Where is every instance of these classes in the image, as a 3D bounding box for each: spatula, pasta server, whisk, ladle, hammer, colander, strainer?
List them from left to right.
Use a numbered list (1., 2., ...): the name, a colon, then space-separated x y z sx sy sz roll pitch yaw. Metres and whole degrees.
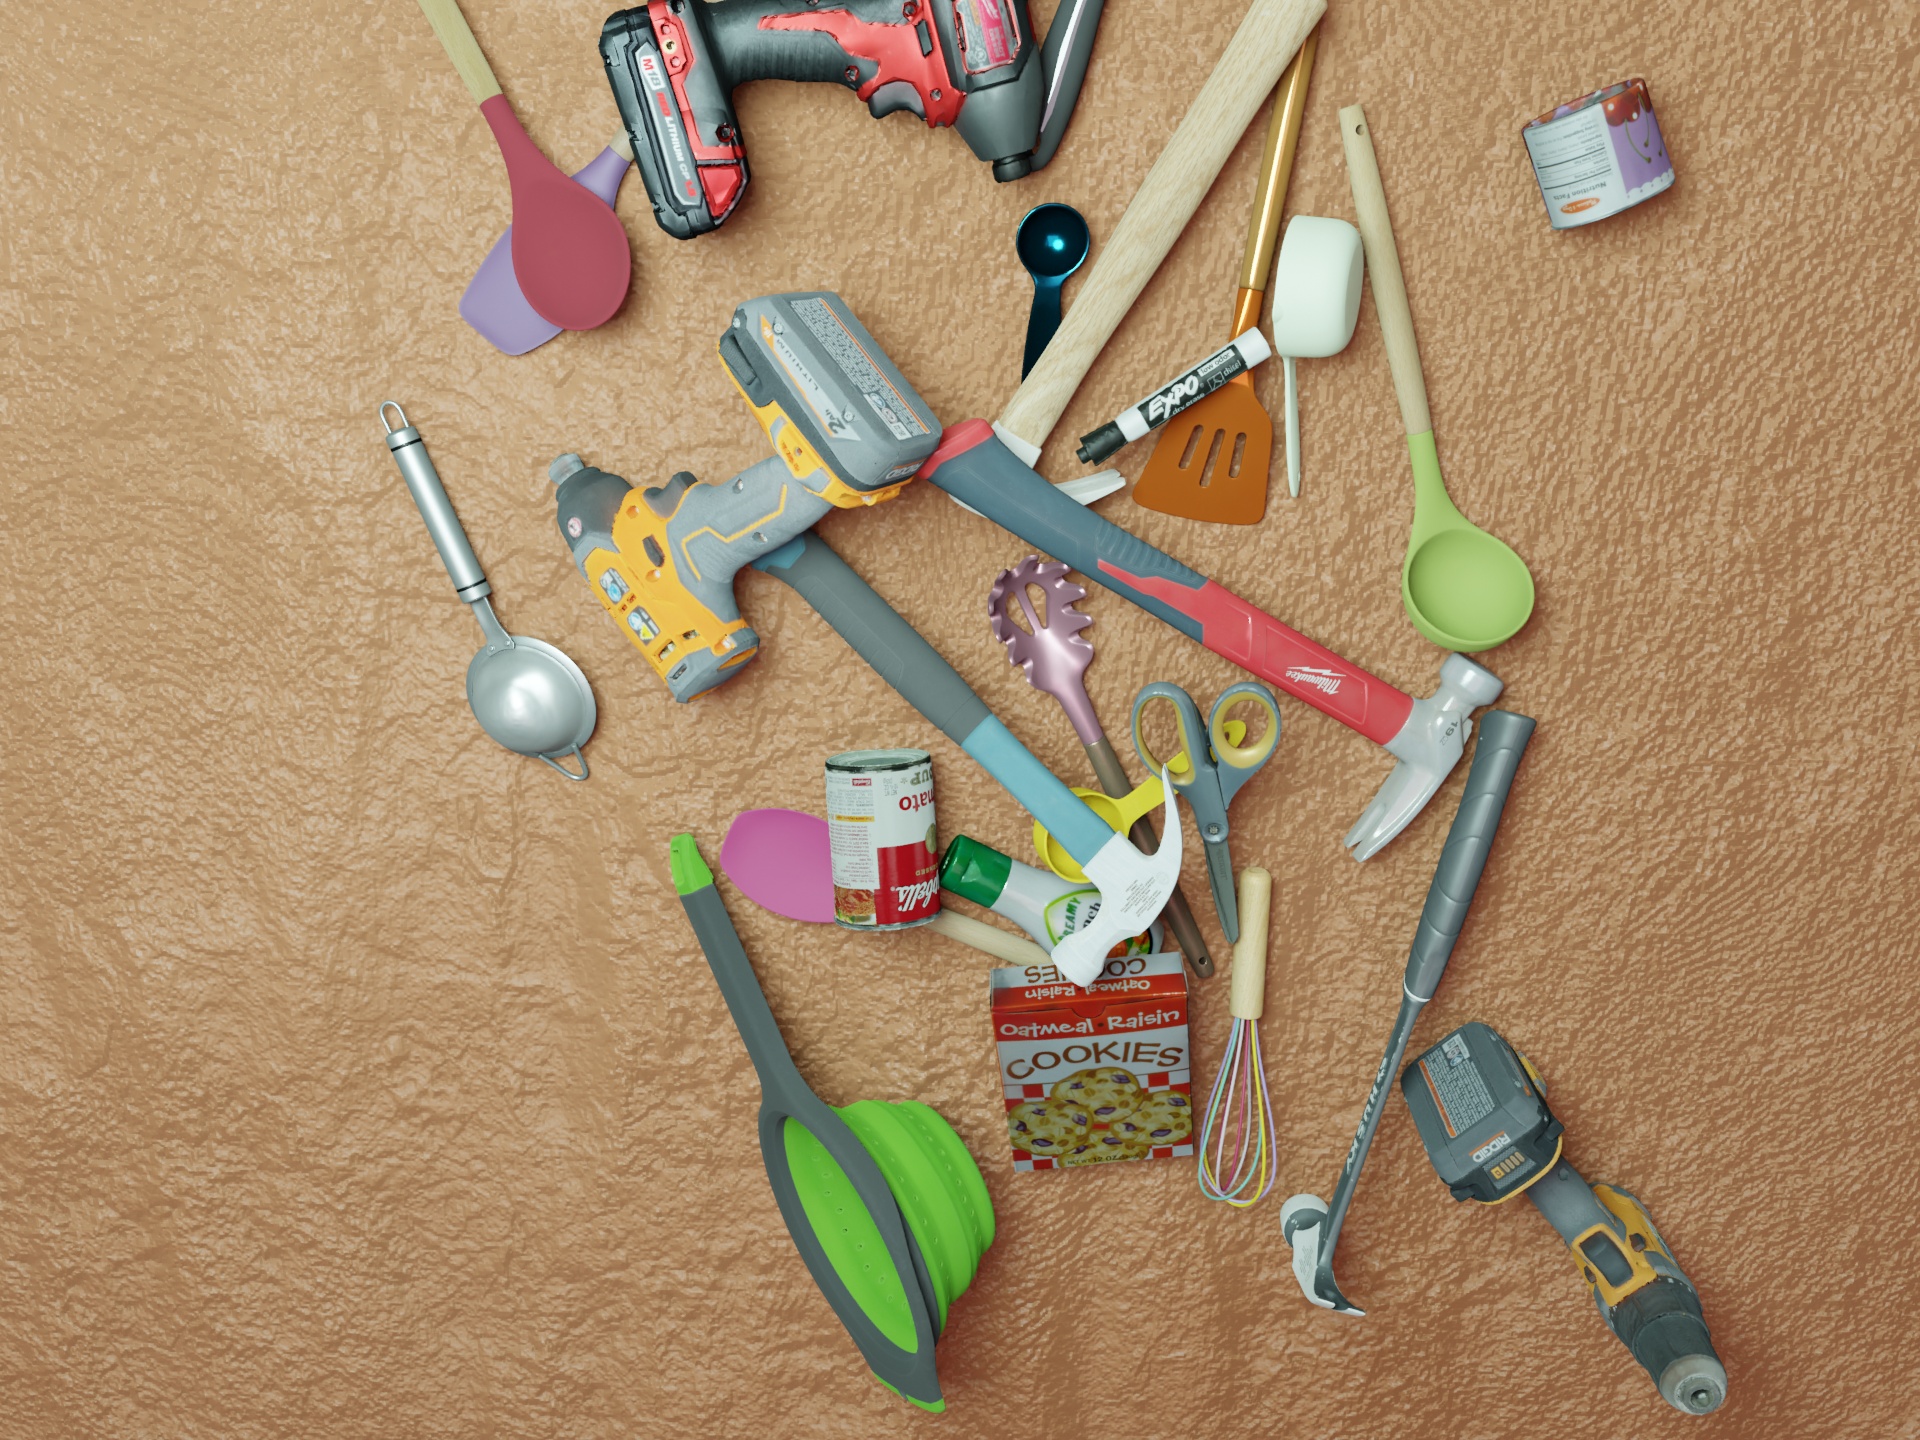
1. ladle: -0.268 -0.359 0.859 0.069 0.031 0.315 -25 102 12
2. strainer: -0.293 -0.070 0.963 0.087 0.050 0.258 -16 106 20
3. spatula: -0.172 -0.334 0.881 0.059 0.018 0.316 39 106 -8
4. colander: -0.075 0.244 1.041 0.094 0.204 0.397 -24 93 -27
5. hammer: -0.001 -0.003 0.937 0.331 0.033 0.128 44 97 5
6. whisk: 0.078 -0.410 0.844 0.055 0.055 0.239 18 112 -6
7. pasta server: 0.097 0.036 1.001 0.060 0.040 0.316 -29 108 -5
8. hammer: 0.096 -0.255 0.886 0.130 0.031 0.331 27 110 -19
9. hammer: 0.135 -0.053 0.943 0.386 0.038 0.143 28 105 -17
10. whisk: 0.186 0.215 1.063 0.051 0.047 0.245 -2 105 -12
11. spatula: 0.168 -0.270 0.905 0.081 0.041 0.322 9 105 -3
12. hammer: 0.287 0.187 1.017 0.036 0.149 0.409 16 101 2
13. ladle: 0.265 -0.192 0.914 0.078 0.062 0.320 -20 106 -11

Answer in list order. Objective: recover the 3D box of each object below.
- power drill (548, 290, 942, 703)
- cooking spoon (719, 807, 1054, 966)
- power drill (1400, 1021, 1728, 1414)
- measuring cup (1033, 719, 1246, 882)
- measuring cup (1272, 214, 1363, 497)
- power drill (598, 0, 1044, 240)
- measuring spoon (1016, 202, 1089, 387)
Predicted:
1. power drill: -0.135 -0.135 0.891 0.226 0.084 0.164 -41 85 32
2. cooking spoon: -0.005 0.135 1.044 0.319 0.017 0.069 23 96 -8
3. power drill: 0.395 0.323 1.026 0.084 0.185 0.226 -41 101 14
4. measuring cup: 0.111 0.042 0.986 0.156 0.029 0.062 -33 112 -16
5. measuring cup: 0.205 -0.202 0.904 0.038 0.083 0.167 8 127 22
6. power drill: -0.066 -0.334 0.839 0.219 0.079 0.143 -17 114 1
7. measuring spoon: 0.047 -0.235 0.921 0.042 0.021 0.128 1 118 -8
